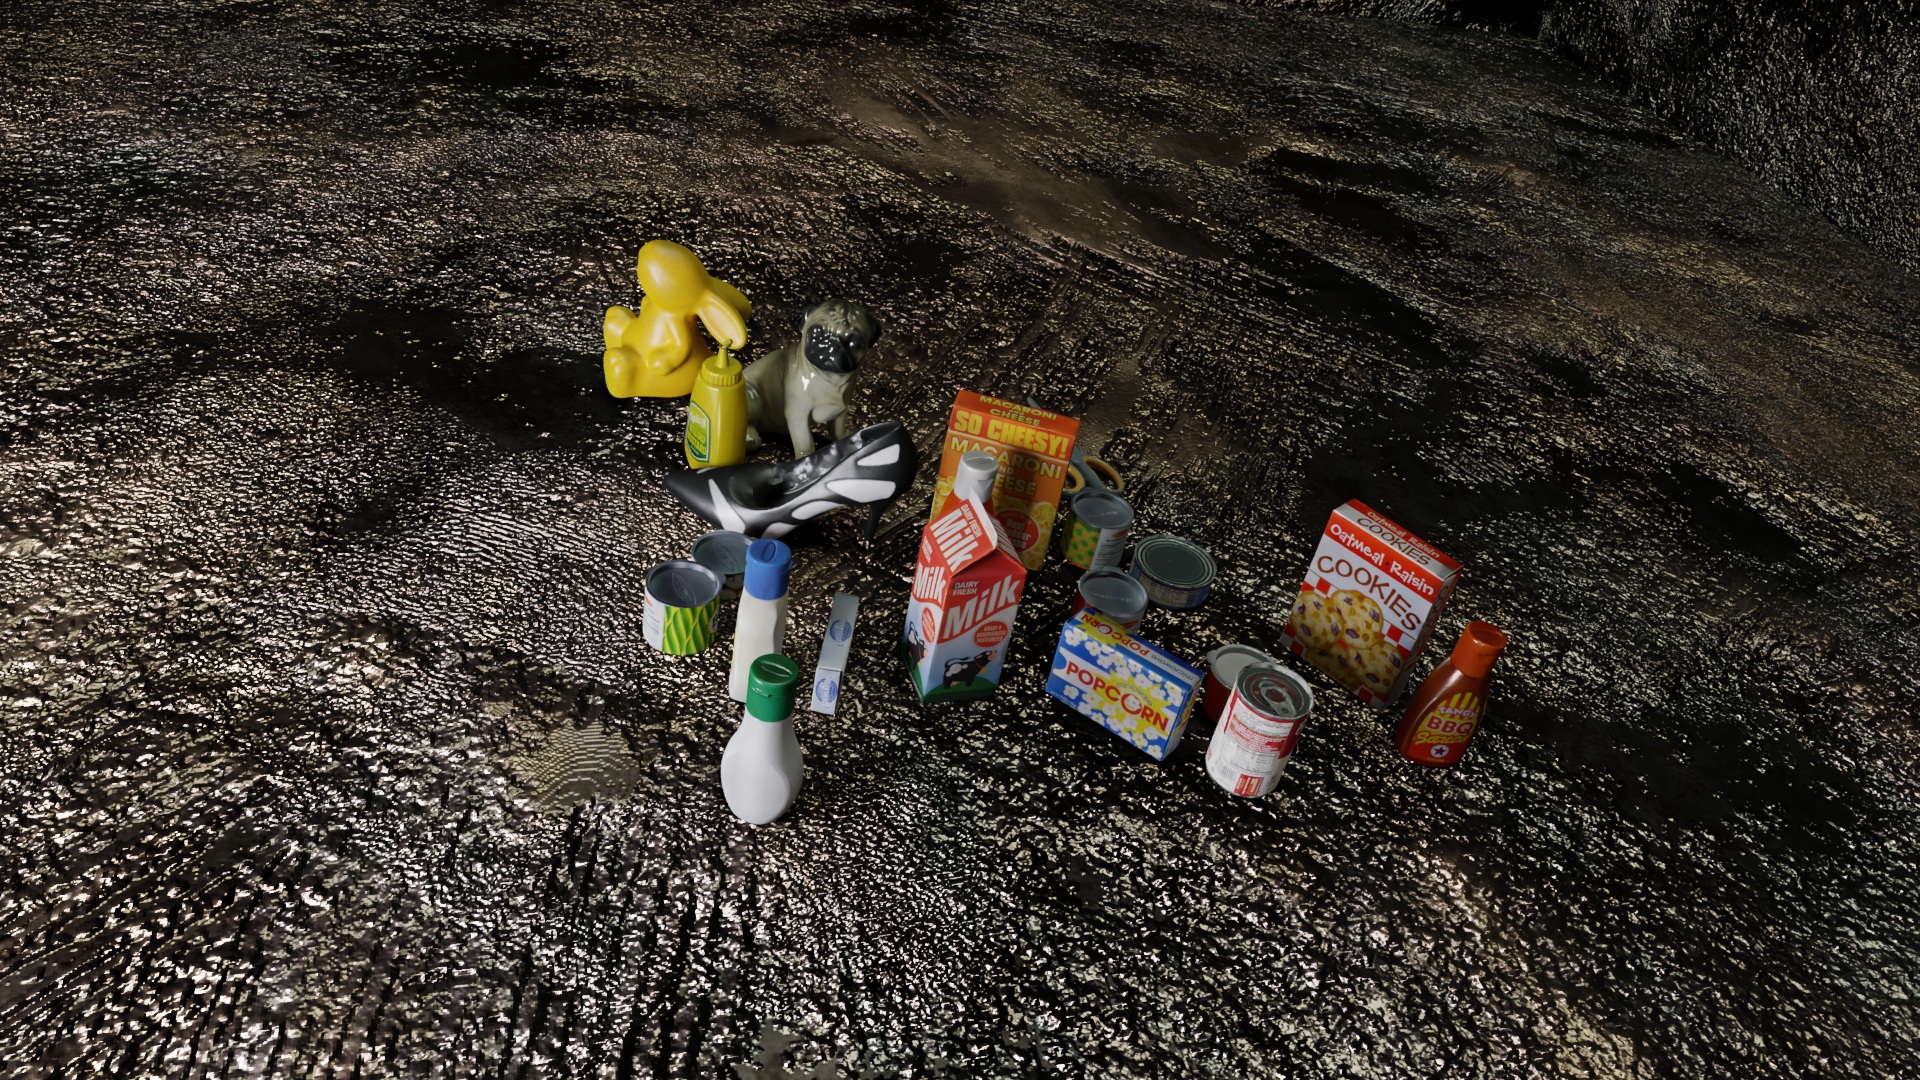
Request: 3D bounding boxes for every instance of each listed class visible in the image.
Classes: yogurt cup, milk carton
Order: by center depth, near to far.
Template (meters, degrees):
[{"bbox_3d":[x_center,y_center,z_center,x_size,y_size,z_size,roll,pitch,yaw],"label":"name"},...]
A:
[{"bbox_3d":[0.004,0.048,1.208,0.073,0.189,0.072,-4,39,-21],"label":"milk carton"},{"bbox_3d":[0.256,0.137,1.278,0.072,0.053,0.073,8,36,-6],"label":"yogurt cup"}]

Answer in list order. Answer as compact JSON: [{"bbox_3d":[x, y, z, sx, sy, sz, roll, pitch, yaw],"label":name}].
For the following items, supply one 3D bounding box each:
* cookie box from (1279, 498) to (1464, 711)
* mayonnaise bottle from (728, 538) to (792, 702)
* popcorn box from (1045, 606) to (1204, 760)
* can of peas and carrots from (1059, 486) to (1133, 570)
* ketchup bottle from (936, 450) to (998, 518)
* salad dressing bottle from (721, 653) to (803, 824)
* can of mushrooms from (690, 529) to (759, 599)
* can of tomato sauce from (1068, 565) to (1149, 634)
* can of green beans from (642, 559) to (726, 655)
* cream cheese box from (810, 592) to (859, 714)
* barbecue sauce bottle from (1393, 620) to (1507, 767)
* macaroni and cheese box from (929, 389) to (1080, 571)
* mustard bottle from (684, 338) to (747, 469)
[{"bbox_3d":[0.388,0.061,1.322,0.040,0.166,0.123,-24,49,-39],"label":"cookie box"},{"bbox_3d":[-0.168,0.066,1.170,0.041,0.147,0.065,12,36,-1],"label":"mayonnaise bottle"},{"bbox_3d":[0.145,0.127,1.233,0.127,0.084,0.038,30,40,22],"label":"popcorn box"},{"bbox_3d":[0.139,-0.012,1.438,0.071,0.058,0.071,8,36,-6],"label":"can of peas and carrots"},{"bbox_3d":[0.005,-0.017,1.330,0.065,0.148,0.044,-10,42,-28],"label":"ketchup bottle"},{"bbox_3d":[-0.148,0.152,1.062,0.064,0.146,0.044,20,37,10],"label":"salad dressing bottle"},{"bbox_3d":[-0.219,0.022,1.310,0.071,0.033,0.071,8,36,-6],"label":"can of mushrooms"},{"bbox_3d":[0.133,0.077,1.298,0.071,0.082,0.071,8,36,-6],"label":"can of tomato sauce"},{"bbox_3d":[-0.247,0.059,1.232,0.071,0.057,0.071,8,36,-6],"label":"can of green beans"},{"bbox_3d":[-0.110,0.099,1.223,0.024,0.053,0.104,10,36,-2],"label":"cream cheese box"},{"bbox_3d":[0.445,0.138,1.251,0.065,0.147,0.044,9,36,-4],"label":"barbecue sauce bottle"},{"bbox_3d":[0.040,-0.059,1.382,0.124,0.165,0.040,15,36,4],"label":"macaroni and cheese box"},{"bbox_3d":[-0.246,-0.136,1.407,0.049,0.159,0.065,-20,47,-36],"label":"mustard bottle"}]
